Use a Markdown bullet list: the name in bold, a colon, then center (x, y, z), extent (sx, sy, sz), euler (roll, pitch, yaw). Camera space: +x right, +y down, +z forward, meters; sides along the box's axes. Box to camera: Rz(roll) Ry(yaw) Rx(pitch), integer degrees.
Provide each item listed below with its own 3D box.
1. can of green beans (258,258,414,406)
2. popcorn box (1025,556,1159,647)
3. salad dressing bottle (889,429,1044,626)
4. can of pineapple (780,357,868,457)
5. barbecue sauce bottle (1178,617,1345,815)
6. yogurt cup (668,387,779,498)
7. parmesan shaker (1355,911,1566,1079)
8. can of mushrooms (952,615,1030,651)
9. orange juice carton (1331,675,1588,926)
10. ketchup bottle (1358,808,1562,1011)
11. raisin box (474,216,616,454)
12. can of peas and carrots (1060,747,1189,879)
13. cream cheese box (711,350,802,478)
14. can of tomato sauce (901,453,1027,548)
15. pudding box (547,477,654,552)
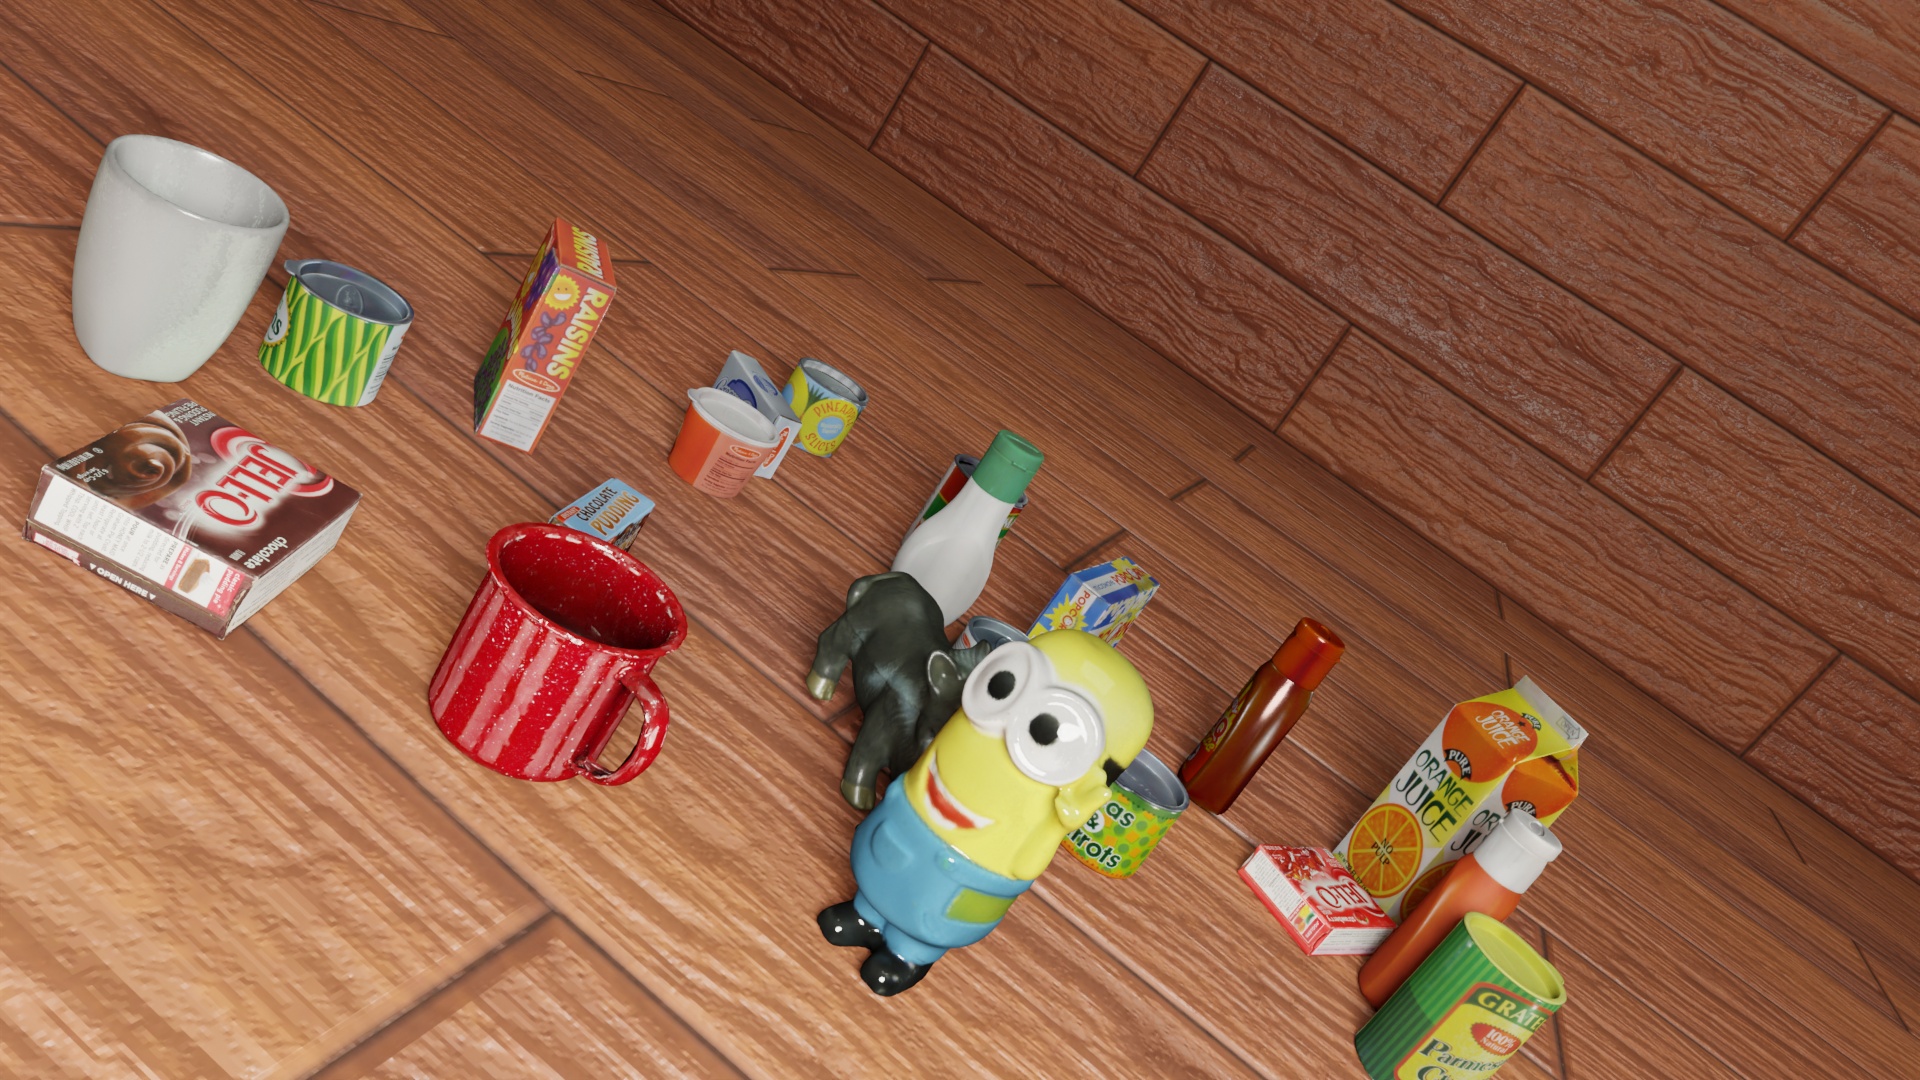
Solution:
- **can of green beans**: center (-0.354, -0.117, 0.787), extent (0.071, 0.057, 0.071), euler (30, 19, -11)
- **popcorn box**: center (0.094, 0.061, 1.035), extent (0.038, 0.085, 0.127), euler (39, 19, 17)
- **salad dressing bottle**: center (0.004, -0.007, 0.957), extent (0.064, 0.147, 0.044), euler (27, 19, -19)
- **can of pineapple**: center (-0.118, -0.109, 1.154), extent (0.071, 0.057, 0.071), euler (30, 19, -11)
- **barbecue sauce bottle**: center (0.212, 0.122, 0.976), extent (0.044, 0.148, 0.065), euler (35, 18, 3)
- **yogurt cup**: center (-0.168, -0.066, 0.970), extent (0.072, 0.053, 0.072), euler (30, 19, -11)
- **parmesan shaker**: center (0.285, 0.273, 0.790), extent (0.071, 0.102, 0.071), euler (30, 19, -11)
- **can of mushrooms**: center (0.028, 0.085, 0.946), extent (0.071, 0.033, 0.071), euler (30, 19, -11)
- **orange juice carton**: center (0.360, 0.188, 0.986), extent (0.073, 0.192, 0.072), euler (24, 20, -27)
- **ketchup bottle**: center (0.309, 0.232, 0.862), extent (0.043, 0.148, 0.065), euler (40, 19, 20)
- **raisin box**: center (-0.260, -0.128, 0.864), extent (0.040, 0.123, 0.086), euler (23, 21, -29)
- **can of peas and carrots**: center (0.092, 0.159, 0.828), extent (0.071, 0.058, 0.071), euler (30, 19, -11)
- **cream cheese box**: center (-0.160, -0.097, 1.060), extent (0.024, 0.053, 0.104), euler (17, 24, -41)
- **can of tomato sauce**: center (0.004, -0.013, 1.075), extent (0.071, 0.083, 0.071), euler (30, 19, -11)
- **pudding box**: center (-0.202, 0.001, 0.753), extent (0.030, 0.049, 0.084), euler (33, 18, -1)
